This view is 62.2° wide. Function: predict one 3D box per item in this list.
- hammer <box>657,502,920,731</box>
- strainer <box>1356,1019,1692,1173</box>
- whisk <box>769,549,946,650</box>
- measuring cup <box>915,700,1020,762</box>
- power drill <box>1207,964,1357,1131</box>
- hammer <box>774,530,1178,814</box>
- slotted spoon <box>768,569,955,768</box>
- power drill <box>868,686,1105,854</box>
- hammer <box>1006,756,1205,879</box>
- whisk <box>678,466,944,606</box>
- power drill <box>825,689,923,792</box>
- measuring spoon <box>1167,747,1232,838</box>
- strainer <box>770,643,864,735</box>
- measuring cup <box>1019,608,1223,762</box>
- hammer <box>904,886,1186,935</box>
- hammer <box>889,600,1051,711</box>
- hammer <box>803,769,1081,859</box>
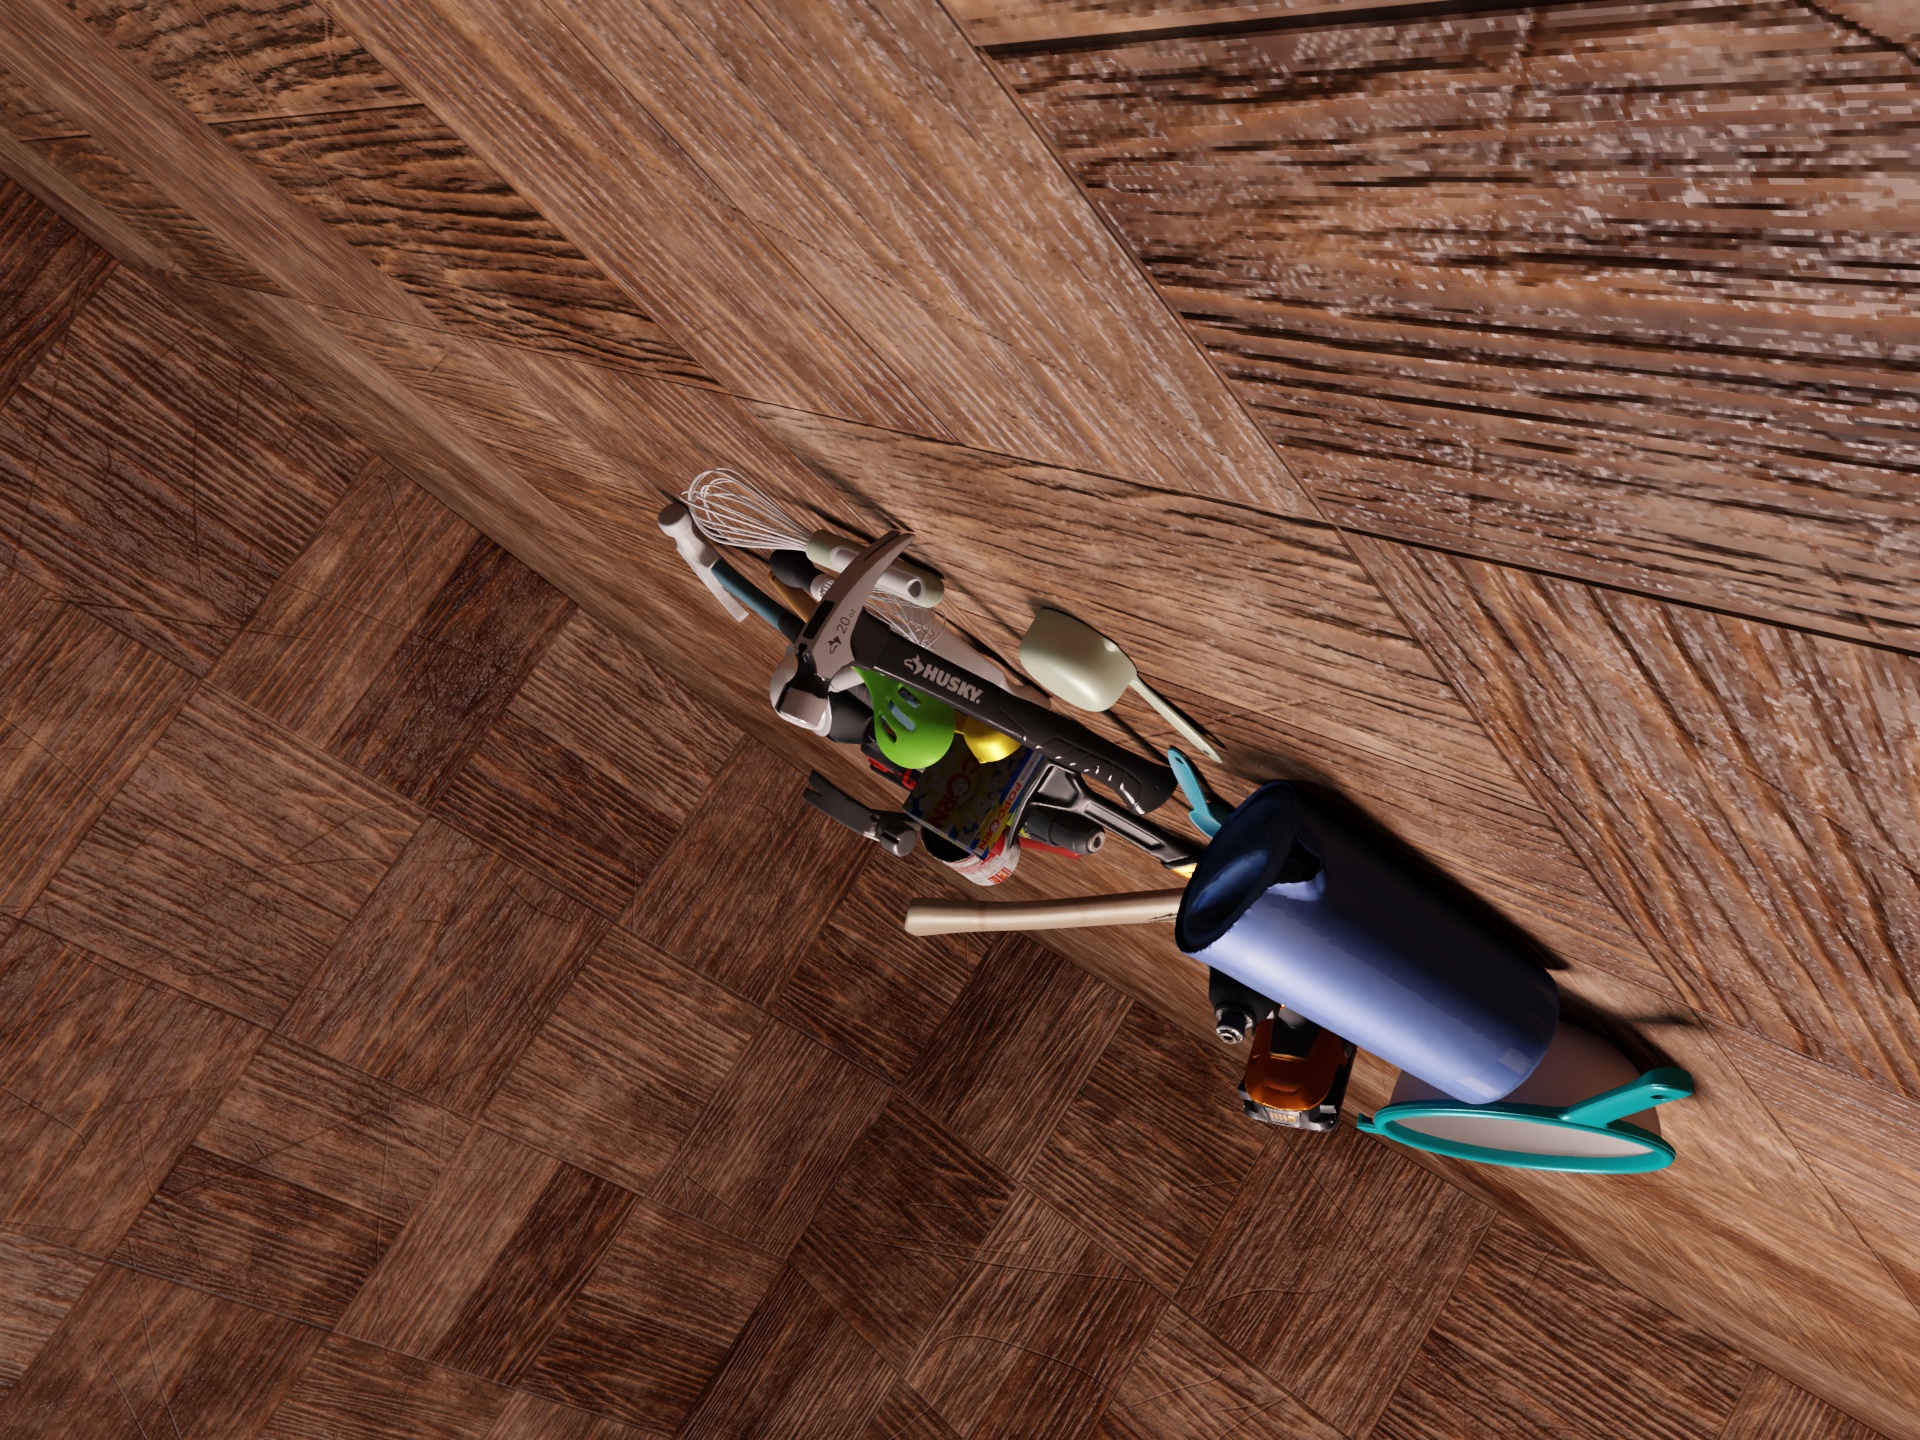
[{"bbox_3d":[-0.150,-0.082,1.450,0.331,0.033,0.128,38,168,32],"label":"hammer"},{"bbox_3d":[0.428,0.250,1.137,0.211,0.095,0.340,11,157,-1],"label":"strainer"},{"bbox_3d":[-0.093,-0.095,1.251,0.070,0.070,0.285,40,177,-34],"label":"whisk"},{"bbox_3d":[-0.002,-0.004,1.406,0.157,0.062,0.029,18,150,48],"label":"measuring cup"},{"bbox_3d":[0.249,0.228,1.252,0.084,0.164,0.226,3,137,29],"label":"power drill"},{"bbox_3d":[0.034,-0.012,1.141,0.334,0.146,0.035,26,177,-32],"label":"hammer"},{"bbox_3d":[-0.092,-0.056,1.271,0.031,0.070,0.314,24,-167,-38],"label":"slotted spoon"},{"bbox_3d":[0.031,0.054,1.576,0.191,0.080,0.228,27,172,40],"label":"power drill"},{"bbox_3d":[0.204,0.133,1.332,0.337,0.127,0.034,29,-147,-1],"label":"hammer"},{"bbox_3d":[-0.113,-0.133,1.179,0.246,0.057,0.059,24,-160,28],"label":"whisk"},{"bbox_3d":[-0.087,0.013,1.678,0.143,0.078,0.219,27,177,38],"label":"power drill"},{"bbox_3d":[0.185,0.052,1.212,0.042,0.021,0.128,26,159,39],"label":"measuring spoon"},{"bbox_3d":[-0.110,-0.033,1.351,0.258,0.050,0.087,-16,95,59],"label":"strainer"},{"bbox_3d":[0.107,-0.010,1.054,0.167,0.038,0.083,39,170,-17],"label":"measuring cup"},{"bbox_3d":[0.121,0.187,1.522,0.411,0.038,0.146,-8,145,36],"label":"hammer"},{"bbox_3d":[-0.056,-0.055,1.425,0.144,0.035,0.406,37,171,-19],"label":"hammer"},{"bbox_3d":[0.005,0.111,1.679,0.149,0.036,0.358,28,-169,41],"label":"hammer"}]
